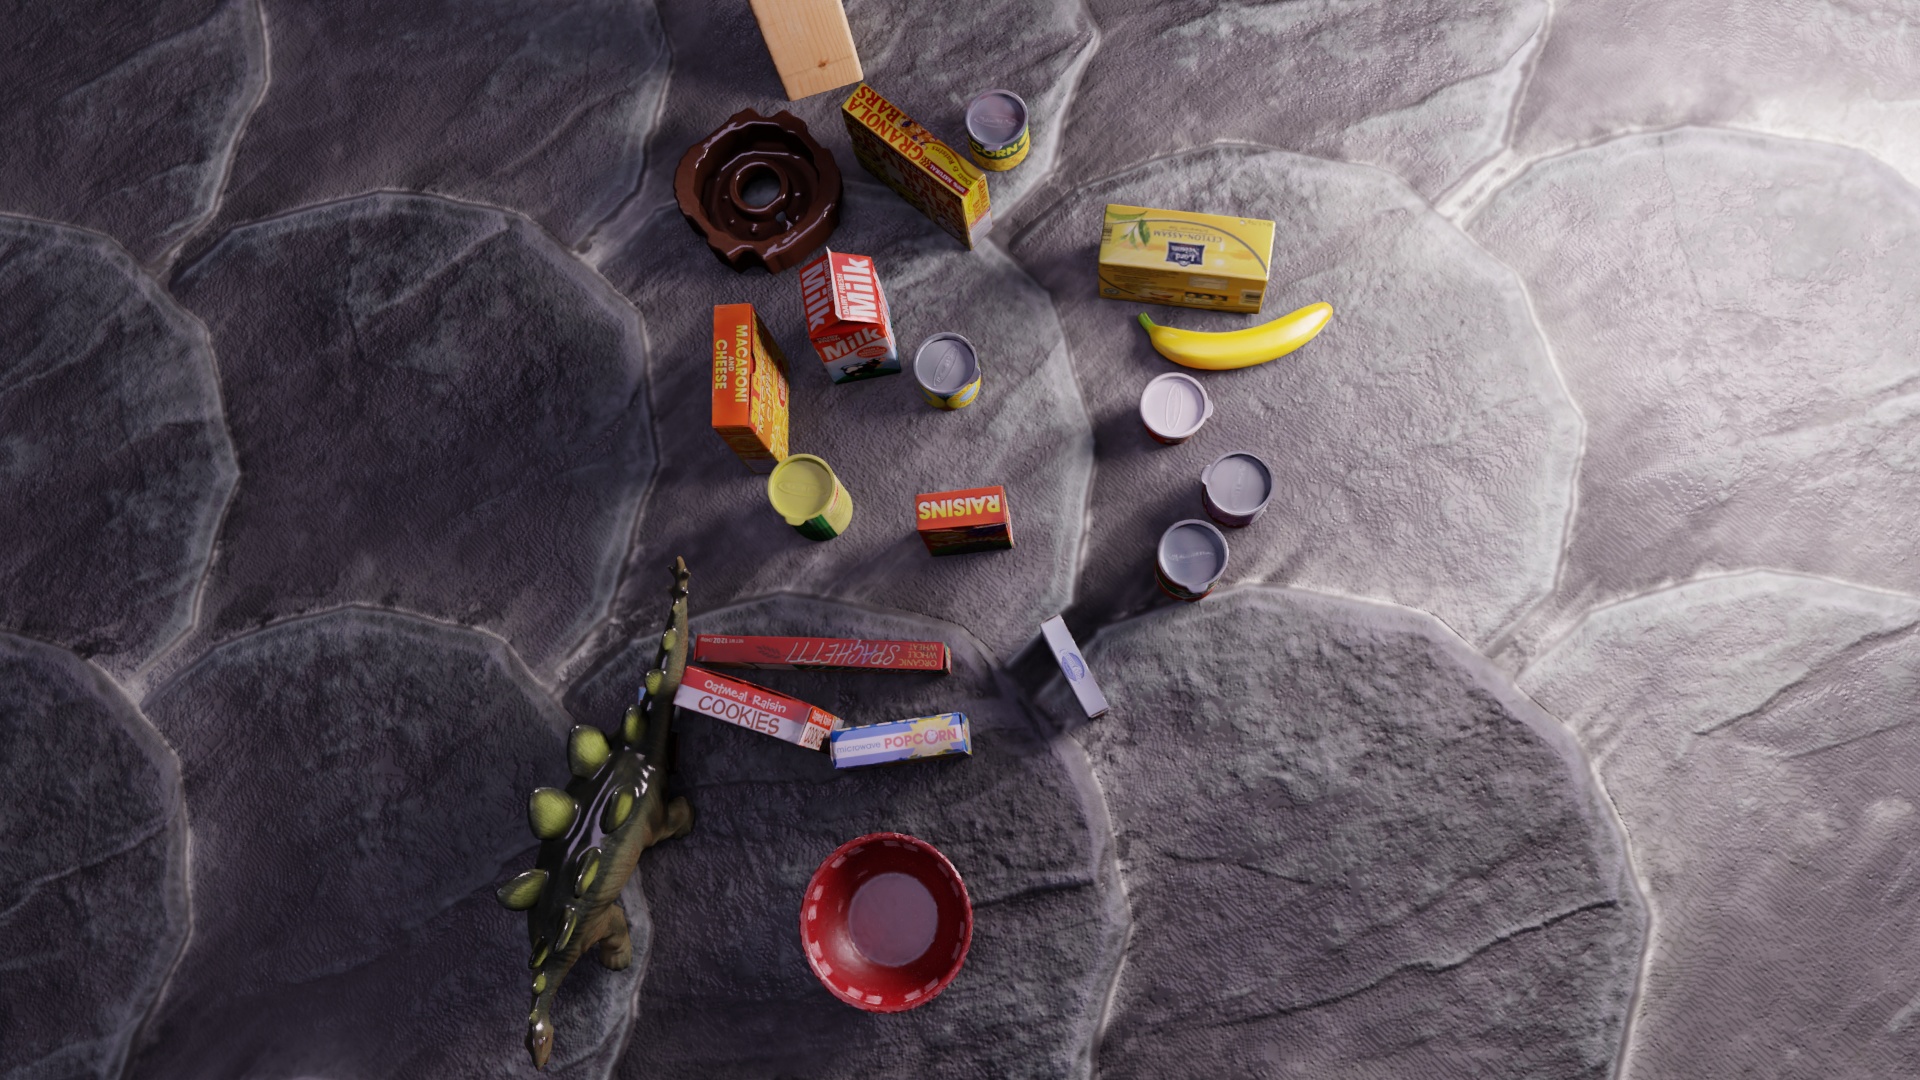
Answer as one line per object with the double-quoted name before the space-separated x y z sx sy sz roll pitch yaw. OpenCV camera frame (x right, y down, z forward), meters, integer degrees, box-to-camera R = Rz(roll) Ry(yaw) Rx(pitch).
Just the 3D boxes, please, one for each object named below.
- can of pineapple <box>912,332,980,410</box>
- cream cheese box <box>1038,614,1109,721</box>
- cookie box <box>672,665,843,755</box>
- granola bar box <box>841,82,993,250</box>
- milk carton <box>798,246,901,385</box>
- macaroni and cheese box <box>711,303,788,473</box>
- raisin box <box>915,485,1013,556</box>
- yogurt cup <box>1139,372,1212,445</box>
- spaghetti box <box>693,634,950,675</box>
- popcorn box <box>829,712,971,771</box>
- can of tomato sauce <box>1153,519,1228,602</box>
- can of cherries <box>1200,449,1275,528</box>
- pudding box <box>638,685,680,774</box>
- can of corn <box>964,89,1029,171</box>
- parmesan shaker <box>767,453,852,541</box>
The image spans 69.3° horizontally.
"can of pineapple" -0.012 -0.171 1.421 0.071 0.057 0.071 -1 77 5
"cream cheese box" 0.110 0.124 1.345 0.024 0.053 0.104 -27 76 -1
"cookie box" -0.185 0.161 1.303 0.123 0.167 0.040 16 80 8
"granola bar box" -0.044 -0.384 1.438 0.166 0.124 0.039 40 84 12
"milk carton" -0.110 -0.221 1.372 0.073 0.190 0.072 -11 77 3
"macaroni and cheese box" -0.205 -0.147 1.376 0.040 0.166 0.124 -2 77 4
"raisin box" 0.005 -0.017 1.350 0.086 0.123 0.040 -5 77 4
"yogurt cup" 0.213 -0.128 1.394 0.072 0.054 0.072 -1 77 5
"spaghetti box" -0.134 0.113 1.370 0.250 0.050 0.029 1 78 5
"popcorn box" -0.055 0.194 1.327 0.127 0.085 0.038 -8 77 3
"can of tomato sauce" 0.222 0.023 1.344 0.071 0.083 0.071 -1 77 5
"can of cherries" 0.270 -0.051 1.369 0.071 0.058 0.071 -1 77 5
"pudding box" -0.297 0.187 1.367 0.030 0.049 0.084 -2 77 5
"can of corn" 0.039 -0.433 1.477 0.071 0.058 0.071 -1 77 5
"parmesan shaker" -0.149 -0.038 1.378 0.071 0.103 0.071 -1 77 5
